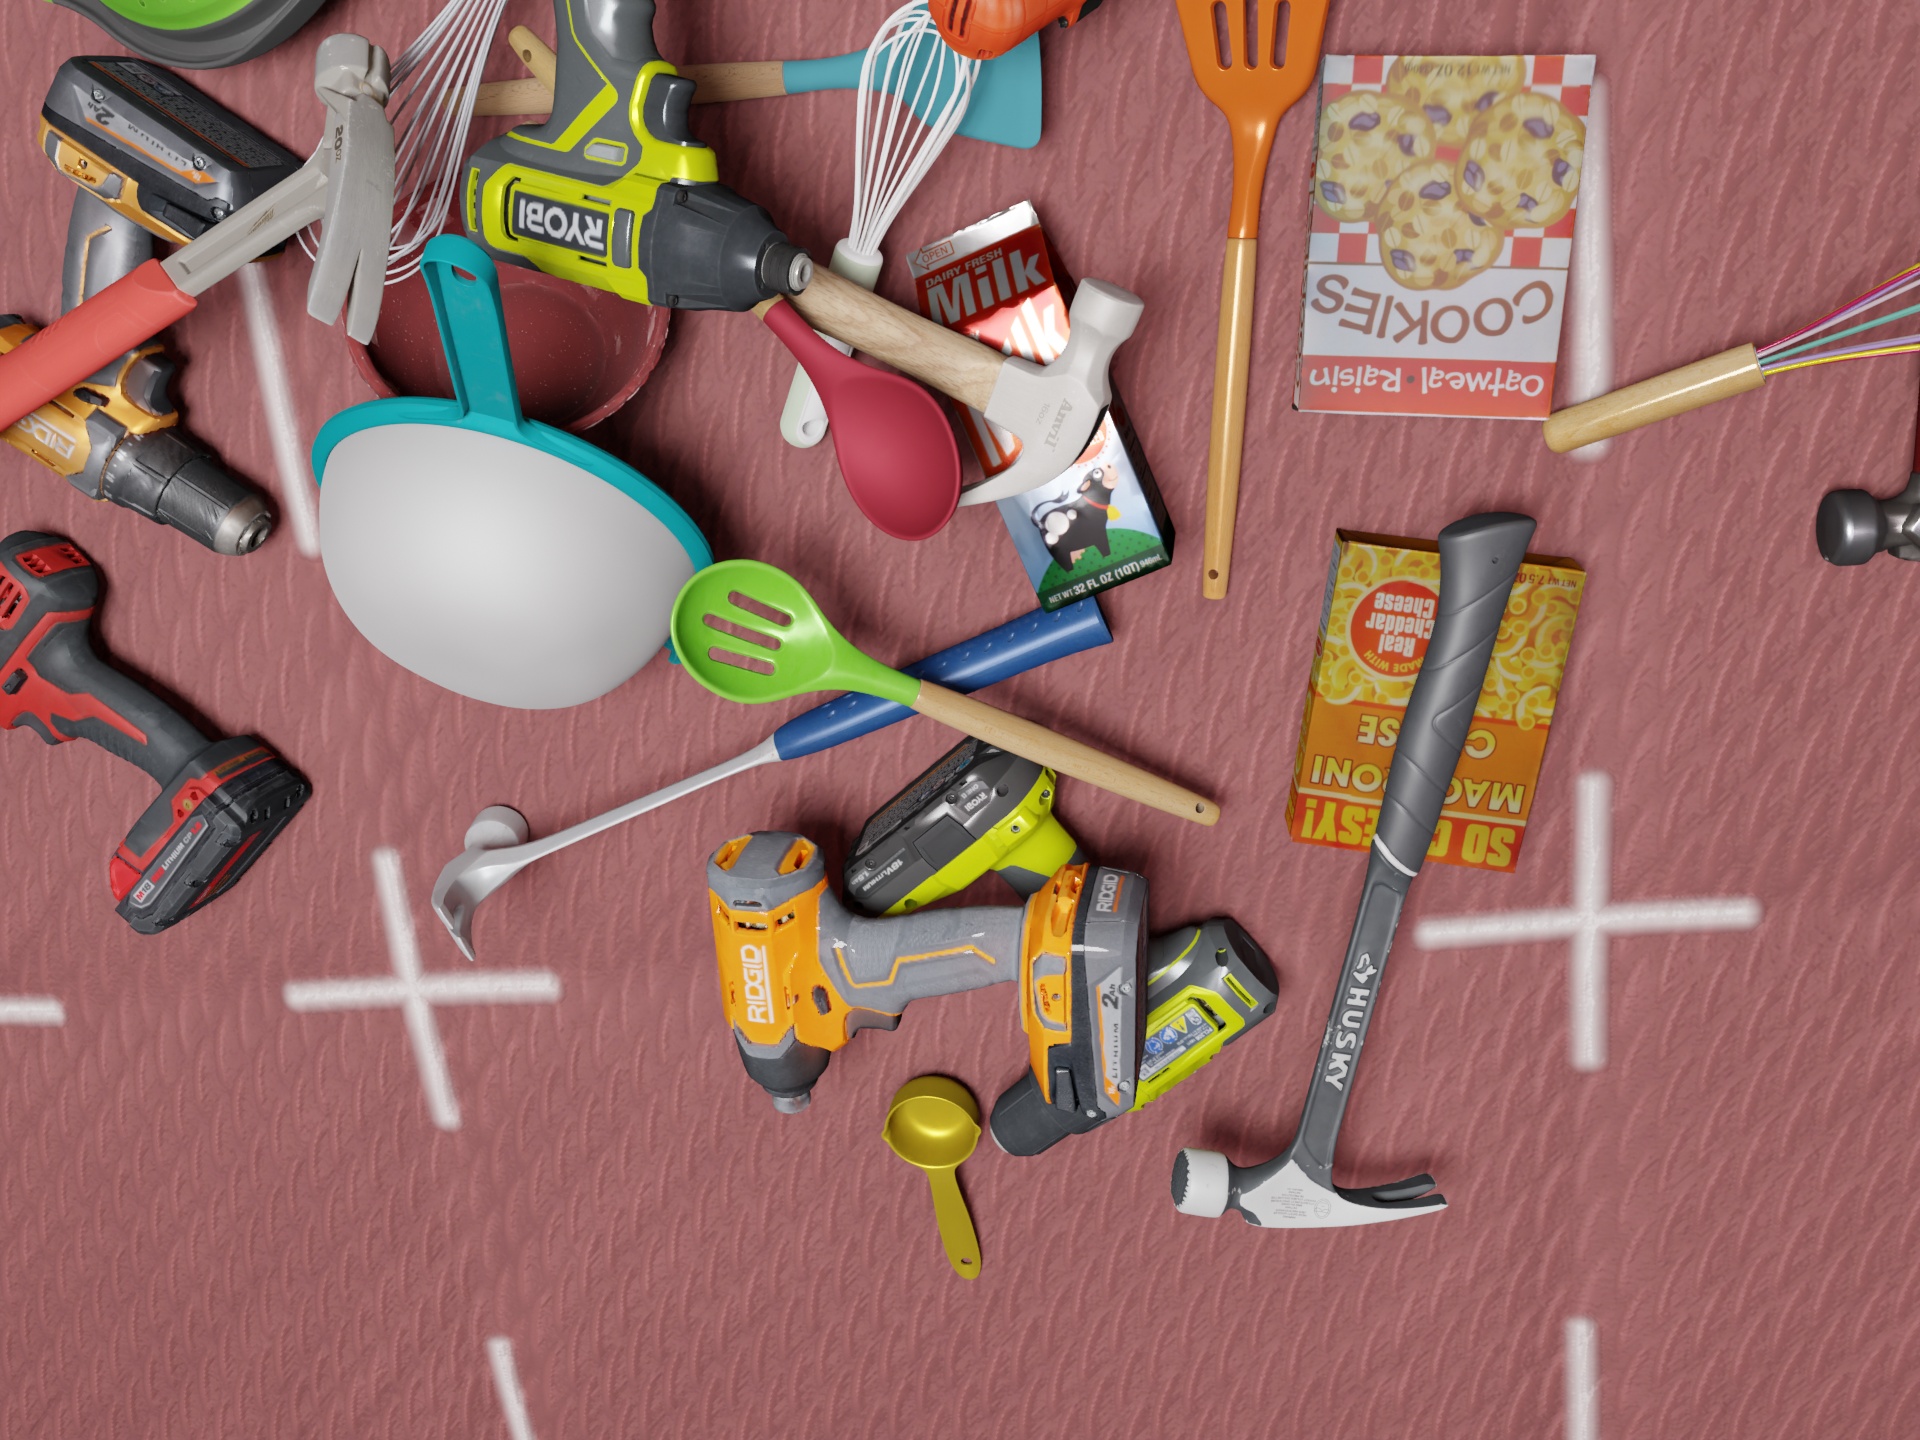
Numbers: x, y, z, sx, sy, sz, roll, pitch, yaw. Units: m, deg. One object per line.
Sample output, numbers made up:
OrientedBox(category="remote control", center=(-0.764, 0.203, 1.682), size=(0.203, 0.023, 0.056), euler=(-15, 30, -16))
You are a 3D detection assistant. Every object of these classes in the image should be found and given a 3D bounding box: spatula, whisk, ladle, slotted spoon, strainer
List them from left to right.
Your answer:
OrientedBox(category="whisk", center=(-0.236, -0.337, 0.767), size=(0.070, 0.070, 0.284), euler=(27, 88, -1))
OrientedBox(category="strainer", center=(-0.228, -0.088, 0.752), size=(0.211, 0.340, 0.095), euler=(15, 67, -4))
OrientedBox(category="spatula", center=(-0.115, -0.321, 0.797), size=(0.317, 0.044, 0.082), euler=(-1, 117, 10))
OrientedBox(category="ladle", center=(-0.107, -0.211, 0.750), size=(0.315, 0.031, 0.069), euler=(48, 125, 3))
OrientedBox(category="whisk", center=(-0.047, -0.239, 0.788), size=(0.059, 0.057, 0.246), euler=(54, 136, 33))
OrientedBox(category="slotted spoon", center=(-0.001, -0.003, 0.822), size=(0.313, 0.031, 0.070), euler=(22, 85, -16))
OrientedBox(category="spatula", center=(0.136, -0.215, 0.795), size=(0.081, 0.041, 0.322), euler=(8, 111, 19))
OrientedBox(category="whisk", center=(0.395, -0.171, 0.738), size=(0.245, 0.051, 0.047), euler=(-17, 104, 32))

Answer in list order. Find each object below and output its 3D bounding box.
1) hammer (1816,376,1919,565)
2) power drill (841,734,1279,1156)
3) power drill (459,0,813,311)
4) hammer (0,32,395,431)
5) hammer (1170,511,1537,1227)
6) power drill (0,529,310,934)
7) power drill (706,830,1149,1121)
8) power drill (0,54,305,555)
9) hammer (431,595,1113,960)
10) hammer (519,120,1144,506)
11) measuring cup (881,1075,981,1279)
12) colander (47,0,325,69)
OrientedBox(category="hammer", center=(0.483, -0.265, 0.727), size=(0.143, 0.038, 0.386), euler=(-3, 107, 8))
OrientedBox(category="power drill", center=(0.041, 0.133, 0.906), size=(0.190, 0.080, 0.228), euler=(-39, 101, 17))
OrientedBox(category="power drill", center=(-0.129, -0.294, 0.681), size=(0.171, 0.080, 0.223), euler=(19, 115, 20))
OrientedBox(category="hammer", center=(-0.399, -0.188, 0.763), size=(0.359, 0.036, 0.149), euler=(-17, 65, 30))
OrientedBox(category="hammer", center=(0.228, 0.090, 0.833), size=(0.149, 0.036, 0.408), euler=(10, 107, -6))
OrientedBox(category="power drill", center=(-0.533, 0.022, 0.959), size=(0.226, 0.080, 0.188), euler=(45, 109, -4))
OrientedBox(category="power drill", center=(-0.018, 0.146, 0.837), size=(0.226, 0.084, 0.164), euler=(3, 115, 11))
OrientedBox(category="power drill", center=(-0.433, -0.213, 0.864), size=(0.185, 0.084, 0.226), euler=(34, 114, -3))
OrientedBox(category="hammer", center=(-0.109, 0.021, 0.876), size=(0.405, 0.144, 0.035), euler=(-23, 110, 8))
OrientedBox(category="hammer", center=(-0.081, -0.209, 0.774), size=(0.331, 0.031, 0.130), euler=(28, 118, 11))
OrientedBox(category="measuring cup", center=(-0.007, 0.286, 0.994), size=(0.062, 0.029, 0.156), euler=(-6, 119, 11))
OrientedBox(category="colander", center=(-0.311, -0.430, 0.728), size=(0.397, 0.094, 0.204), euler=(-3, 94, 18))
